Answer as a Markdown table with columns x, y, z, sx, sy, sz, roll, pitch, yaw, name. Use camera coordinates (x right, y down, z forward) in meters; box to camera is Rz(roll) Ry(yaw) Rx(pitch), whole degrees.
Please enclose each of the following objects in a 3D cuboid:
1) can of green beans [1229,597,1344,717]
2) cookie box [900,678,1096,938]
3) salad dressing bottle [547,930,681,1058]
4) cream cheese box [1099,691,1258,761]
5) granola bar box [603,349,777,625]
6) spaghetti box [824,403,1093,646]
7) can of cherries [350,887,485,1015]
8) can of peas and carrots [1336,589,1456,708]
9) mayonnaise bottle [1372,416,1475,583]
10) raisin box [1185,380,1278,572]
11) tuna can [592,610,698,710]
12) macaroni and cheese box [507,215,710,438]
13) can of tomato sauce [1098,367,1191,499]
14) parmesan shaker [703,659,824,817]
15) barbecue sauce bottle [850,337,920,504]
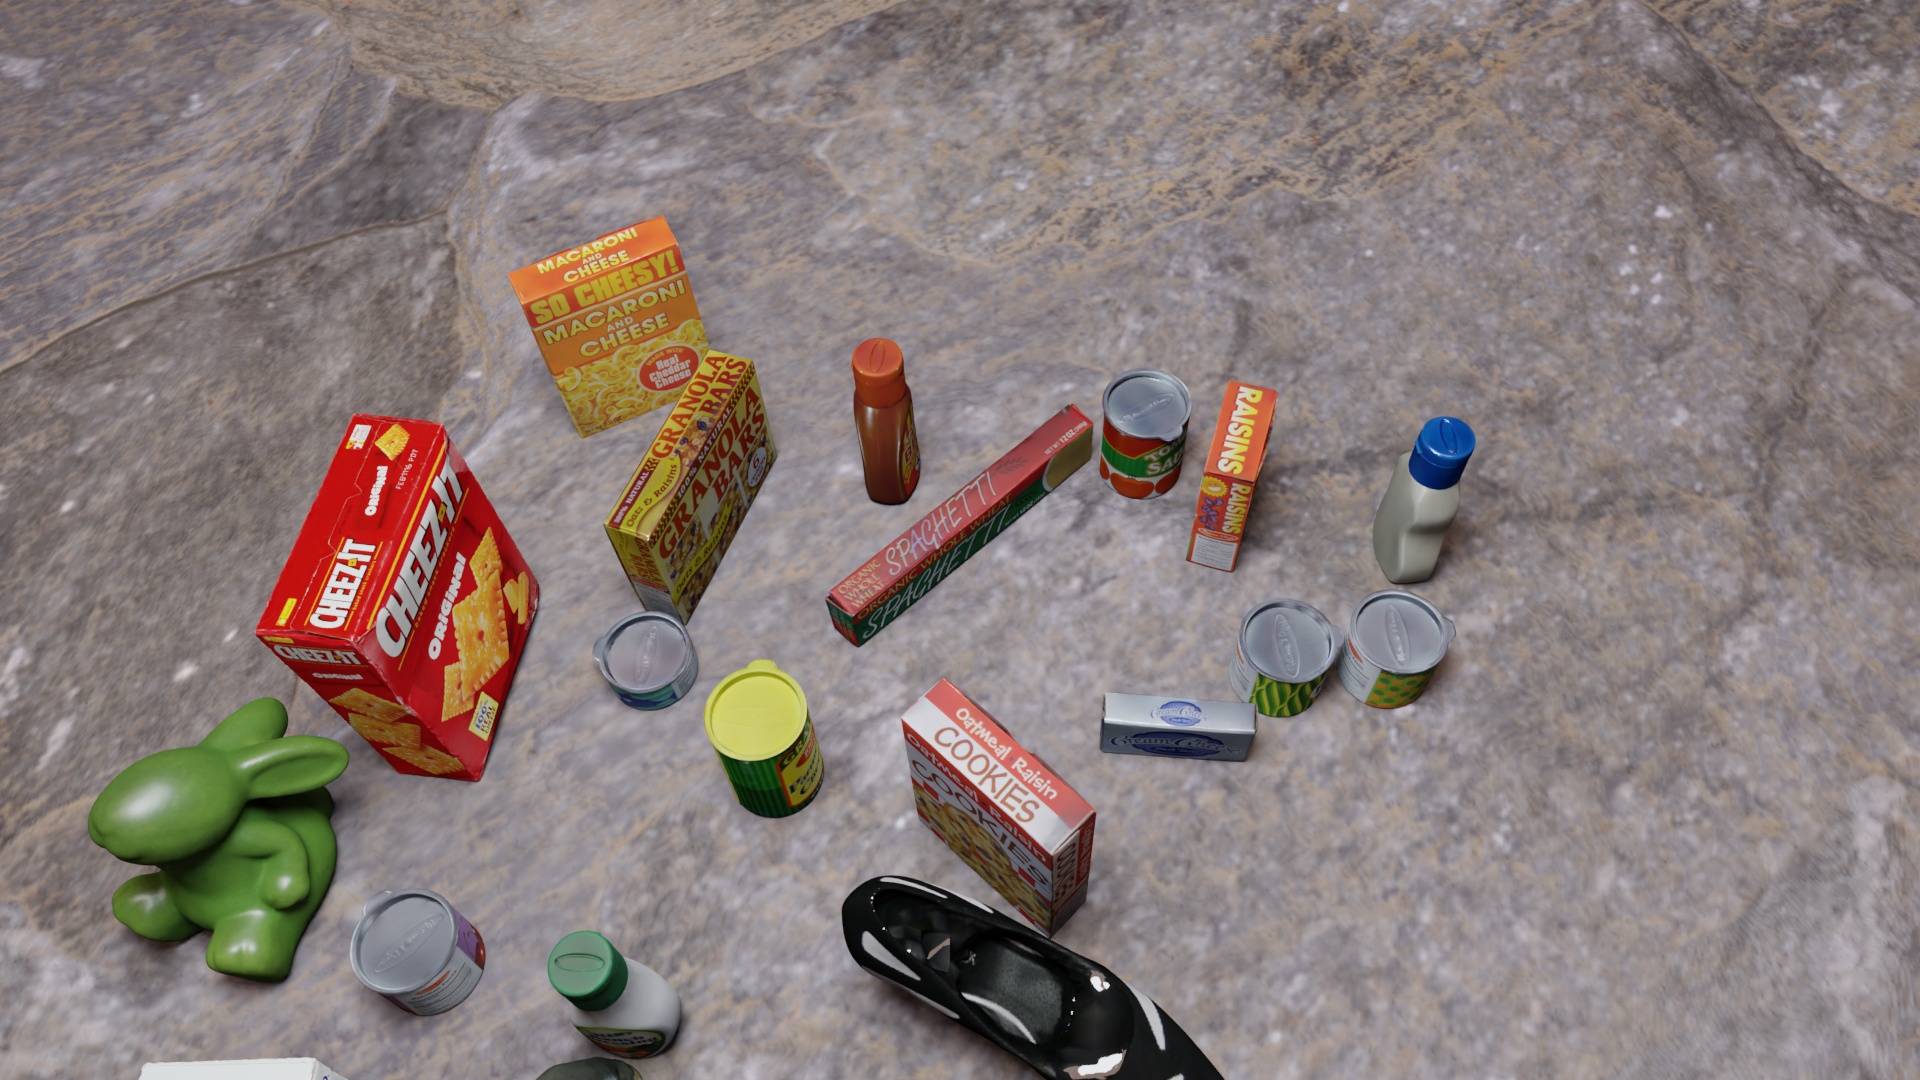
| x | y | z | sx | sy | sz | roll | pitch | yaw | name |
| --- | --- | --- | --- | --- | --- | --- | --- | --- | --- |
| 0.225 | 0.083 | 0.973 | 0.071 | 0.057 | 0.071 | -1 | 58 | 2 | can of green beans |
| 0.024 | 0.169 | 0.862 | 0.123 | 0.166 | 0.040 | 39 | 67 | 23 | cookie box |
| -0.206 | 0.269 | 0.821 | 0.064 | 0.147 | 0.044 | 2 | 58 | 4 | salad dressing bottle |
| 0.148 | 0.128 | 0.950 | 0.104 | 0.053 | 0.024 | 4 | 58 | 5 | cream cheese box |
| -0.196 | -0.039 | 1.030 | 0.039 | 0.123 | 0.166 | 17 | 60 | 13 | granola bar box |
| 0.004 | -0.013 | 1.048 | 0.251 | 0.050 | 0.029 | -39 | 64 | -20 | spaghetti box |
| -0.345 | 0.260 | 0.885 | 0.071 | 0.058 | 0.072 | -1 | 58 | 2 | can of cherries |
| 0.304 | 0.076 | 0.973 | 0.071 | 0.058 | 0.071 | -1 | 58 | 2 | can of peas and carrots |
| 0.329 | -0.030 | 0.987 | 0.041 | 0.147 | 0.065 | -5 | 58 | 0 | mayonnaise bottle |
| 0.198 | -0.045 | 1.016 | 0.040 | 0.122 | 0.086 | 15 | 60 | 12 | raisin box |
| -0.227 | 0.087 | 1.005 | 0.071 | 0.032 | 0.071 | -1 | 58 | 2 | tuna can |
| -0.267 | -0.164 | 1.087 | 0.124 | 0.165 | 0.040 | -25 | 60 | -12 | macaroni and cheese box |
| 0.141 | -0.080 | 1.065 | 0.071 | 0.082 | 0.071 | -1 | 58 | 2 | can of tomato sauce |
| -0.128 | 0.134 | 0.929 | 0.071 | 0.102 | 0.071 | -1 | 58 | 2 | parmesan shaker |
| -0.056 | -0.091 | 1.042 | 0.044 | 0.147 | 0.065 | 5 | 58 | 6 | barbecue sauce bottle |
